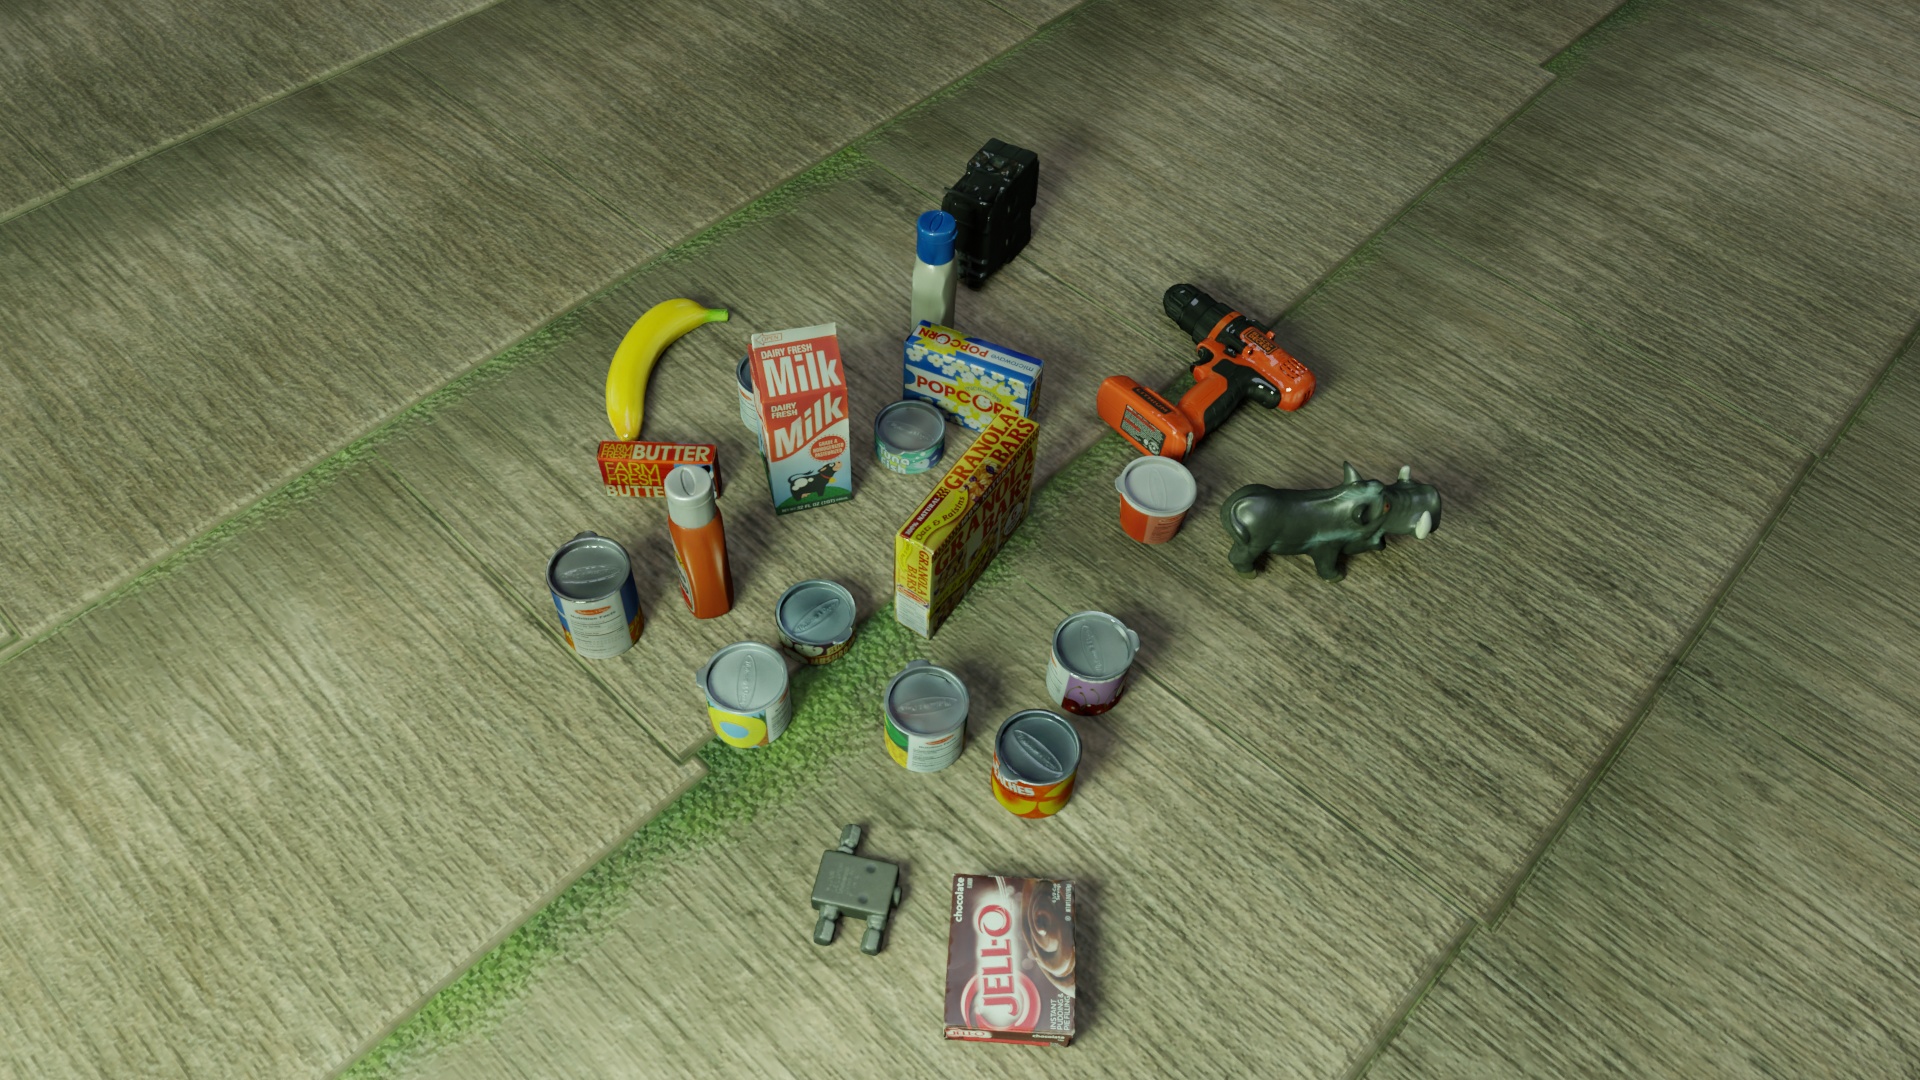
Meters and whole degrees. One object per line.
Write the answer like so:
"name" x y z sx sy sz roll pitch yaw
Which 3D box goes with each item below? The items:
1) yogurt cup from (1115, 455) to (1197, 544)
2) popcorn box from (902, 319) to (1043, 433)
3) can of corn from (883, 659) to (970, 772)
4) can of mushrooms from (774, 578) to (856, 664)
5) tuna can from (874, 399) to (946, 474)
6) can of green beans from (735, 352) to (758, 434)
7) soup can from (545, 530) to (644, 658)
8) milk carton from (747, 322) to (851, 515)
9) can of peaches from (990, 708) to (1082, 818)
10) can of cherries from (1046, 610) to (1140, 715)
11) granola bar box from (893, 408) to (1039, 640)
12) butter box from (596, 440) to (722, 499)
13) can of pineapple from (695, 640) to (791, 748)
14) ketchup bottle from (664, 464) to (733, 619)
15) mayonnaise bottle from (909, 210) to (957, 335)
"yogurt cup" 0.172 -0.033 1.236 0.072 0.053 0.073 2 52 -2
"popcorn box" 0.011 -0.146 1.295 0.127 0.084 0.038 21 54 12
"can of corn" -0.027 0.138 1.088 0.071 0.058 0.071 2 52 -2
"can of mushrooms" -0.118 0.069 1.152 0.071 0.033 0.071 2 52 -2
"tuna can" -0.048 -0.094 1.283 0.071 0.032 0.071 2 52 -2
"can of green beans" -0.174 -0.138 1.294 0.071 0.057 0.071 2 52 -2
"soup can" -0.295 0.045 1.128 0.071 0.083 0.072 2 52 -2
"milk carton" -0.138 -0.113 1.193 0.072 0.189 0.074 -11 54 -12
"can of peaches" 0.056 0.173 1.066 0.071 0.057 0.071 2 52 -2
"can of cherries" 0.107 0.100 1.126 0.071 0.058 0.072 2 52 -2
"granola bar box" 0.004 -0.015 1.167 0.039 0.123 0.166 28 56 17
"butter box" -0.266 -0.062 1.233 0.103 0.052 0.024 2 52 -2
"can of pineapple" -0.169 0.121 1.093 0.071 0.057 0.071 2 52 -2
"ketchup bottle" -0.212 -0.001 1.128 0.043 0.148 0.065 -14 55 -14
"mayonnaise bottle" -0.025 -0.248 1.332 0.041 0.147 0.065 15 53 8
